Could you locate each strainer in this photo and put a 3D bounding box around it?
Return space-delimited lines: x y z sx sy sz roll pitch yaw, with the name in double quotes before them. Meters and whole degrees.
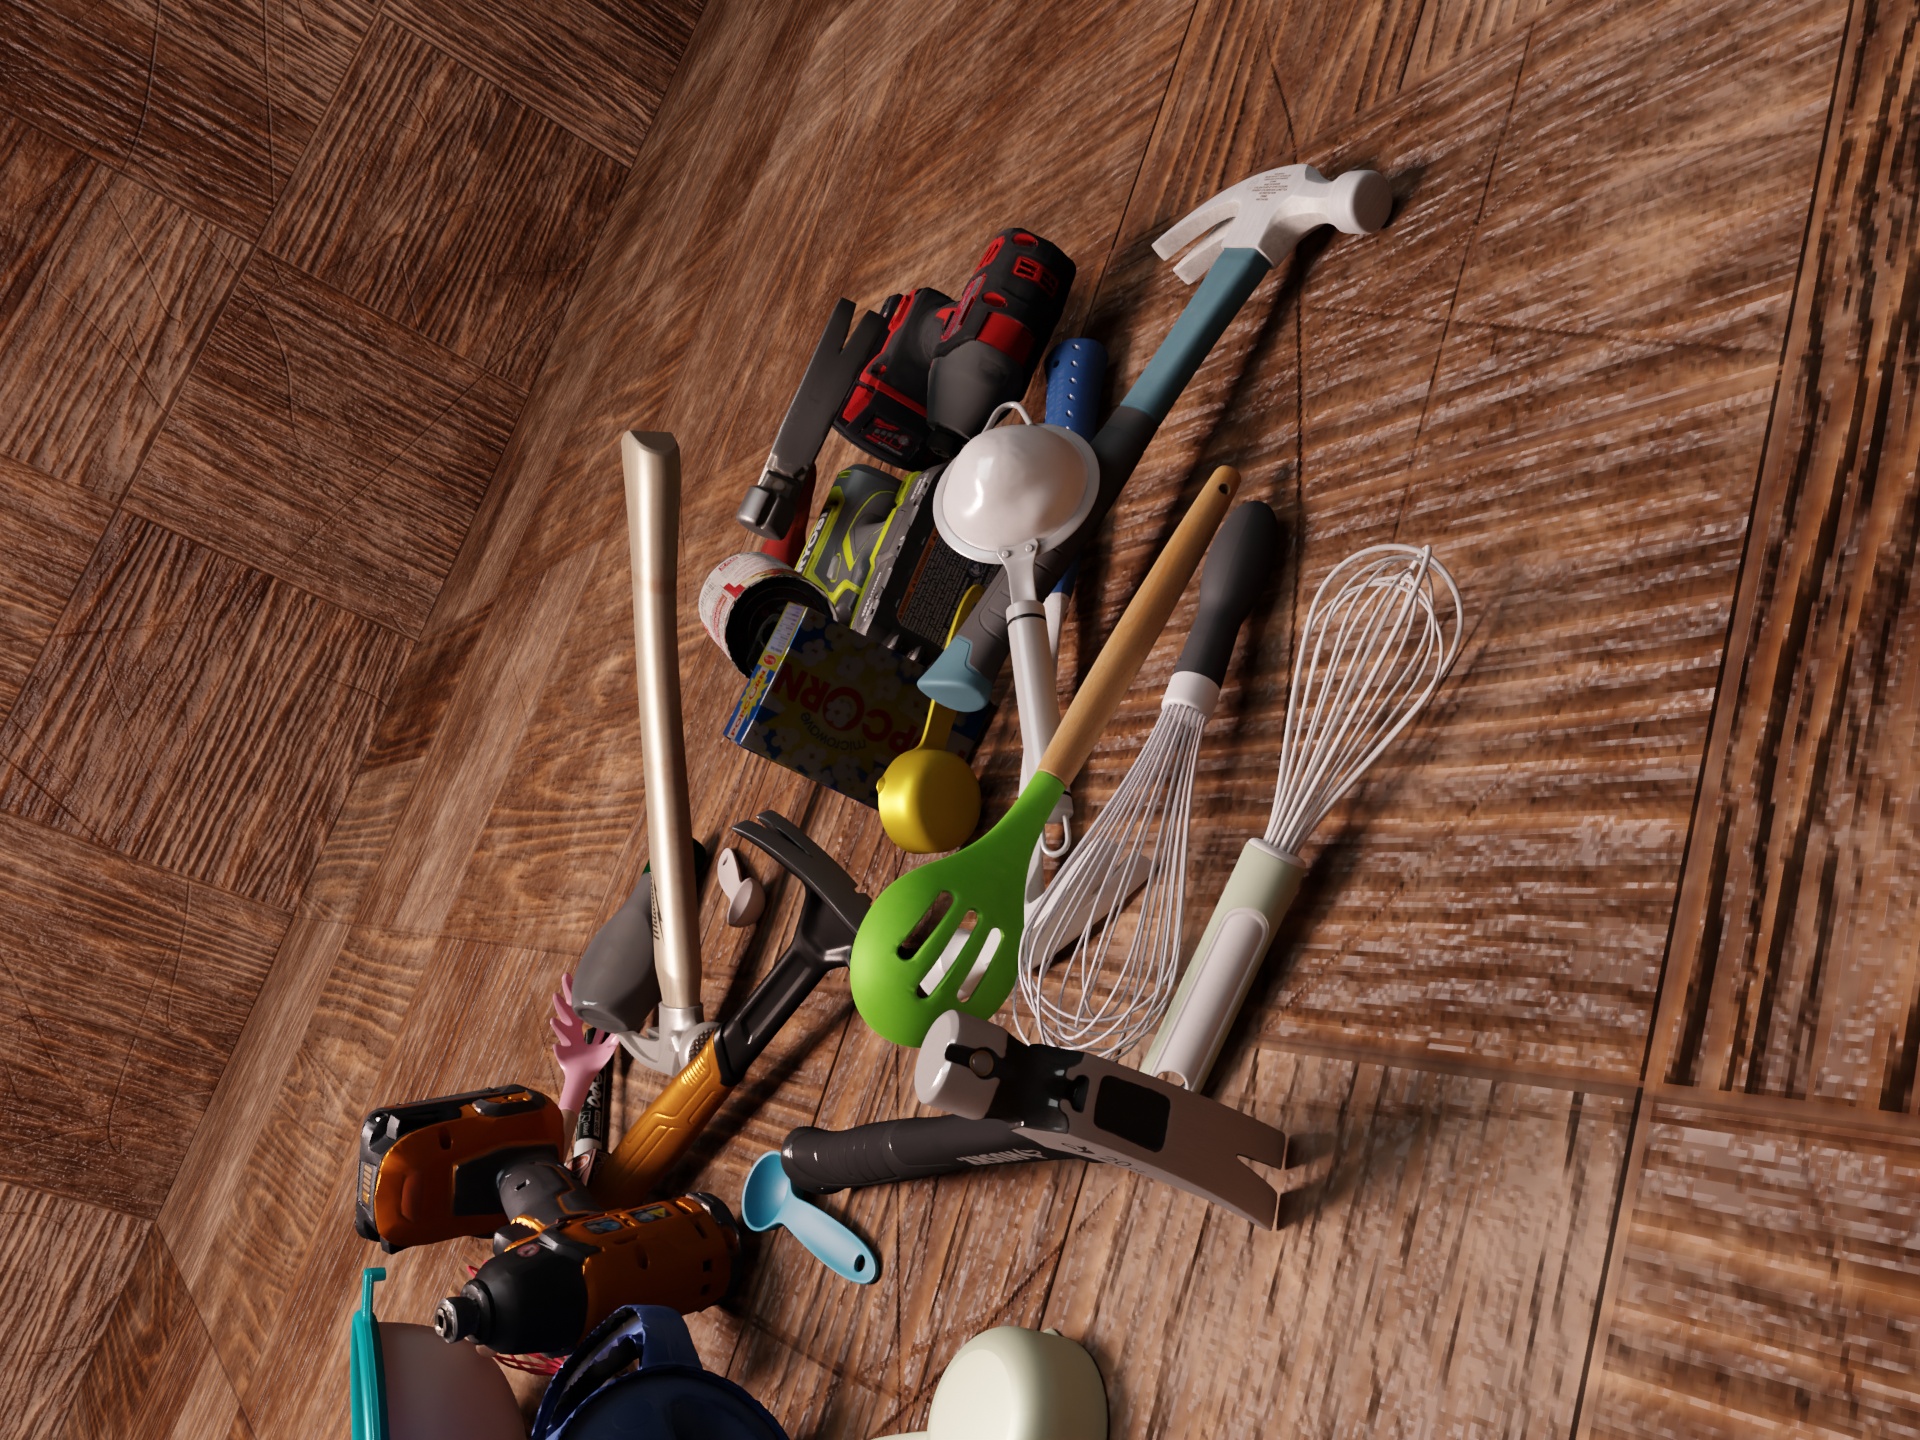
"strainer" 0.031 -0.058 0.757 0.087 0.050 0.259 -13 65 14
"strainer" -0.282 0.489 0.890 0.341 0.095 0.210 -119 36 -45

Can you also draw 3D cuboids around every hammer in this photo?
"hammer" -0.196 0.021 1.029 0.146 0.038 0.411 -6 87 59
"hammer" 0.052 -0.055 0.849 0.144 0.035 0.406 -34 38 45
"hammer" -0.110 -0.160 1.092 0.359 0.036 0.149 144 151 -80
"hammer" 0.084 -0.144 0.815 0.331 0.033 0.128 -56 33 -3
"hammer" -0.003 0.179 0.668 0.334 0.146 0.035 -37 34 61
"hammer" -0.150 0.201 0.922 0.336 0.127 0.034 -52 -14 31

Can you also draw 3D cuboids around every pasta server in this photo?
"pasta server" -0.269 0.277 1.053 0.316 0.060 0.040 -85 -5 -58

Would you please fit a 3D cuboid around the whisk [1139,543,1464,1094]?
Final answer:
"whisk" 0.126 0.045 0.615 0.059 0.058 0.246 -9 -57 -82

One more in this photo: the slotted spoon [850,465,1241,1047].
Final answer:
"slotted spoon" 0.051 0.004 0.703 0.314 0.070 0.031 -58 10 -21

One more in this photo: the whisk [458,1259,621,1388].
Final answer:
"whisk" -0.231 0.376 0.943 0.296 0.073 0.073 3 68 56

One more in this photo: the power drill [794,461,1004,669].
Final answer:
"power drill" -0.057 -0.077 1.022 0.228 0.080 0.190 6 71 65

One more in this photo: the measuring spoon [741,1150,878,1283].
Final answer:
"measuring spoon" -0.072 0.258 0.812 0.129 0.021 0.042 14 78 54

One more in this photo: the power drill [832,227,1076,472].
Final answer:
"power drill" -0.009 -0.229 1.038 0.143 0.078 0.220 -65 19 -6

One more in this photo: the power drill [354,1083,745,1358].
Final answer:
"power drill" -0.249 0.278 0.881 0.227 0.164 0.084 12 98 45

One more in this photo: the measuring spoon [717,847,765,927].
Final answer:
"measuring spoon" -0.150 0.112 1.089 0.034 0.018 0.124 -61 20 4

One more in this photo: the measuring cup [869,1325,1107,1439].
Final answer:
"measuring cup" -0.010 0.289 0.638 0.167 0.038 0.083 -33 39 42

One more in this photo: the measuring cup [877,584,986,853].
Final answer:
"measuring cup" -0.001 -0.003 0.864 0.029 0.062 0.156 -1 69 48

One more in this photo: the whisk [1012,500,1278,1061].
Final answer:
"whisk" 0.089 0.017 0.685 0.070 0.070 0.285 -18 44 55
